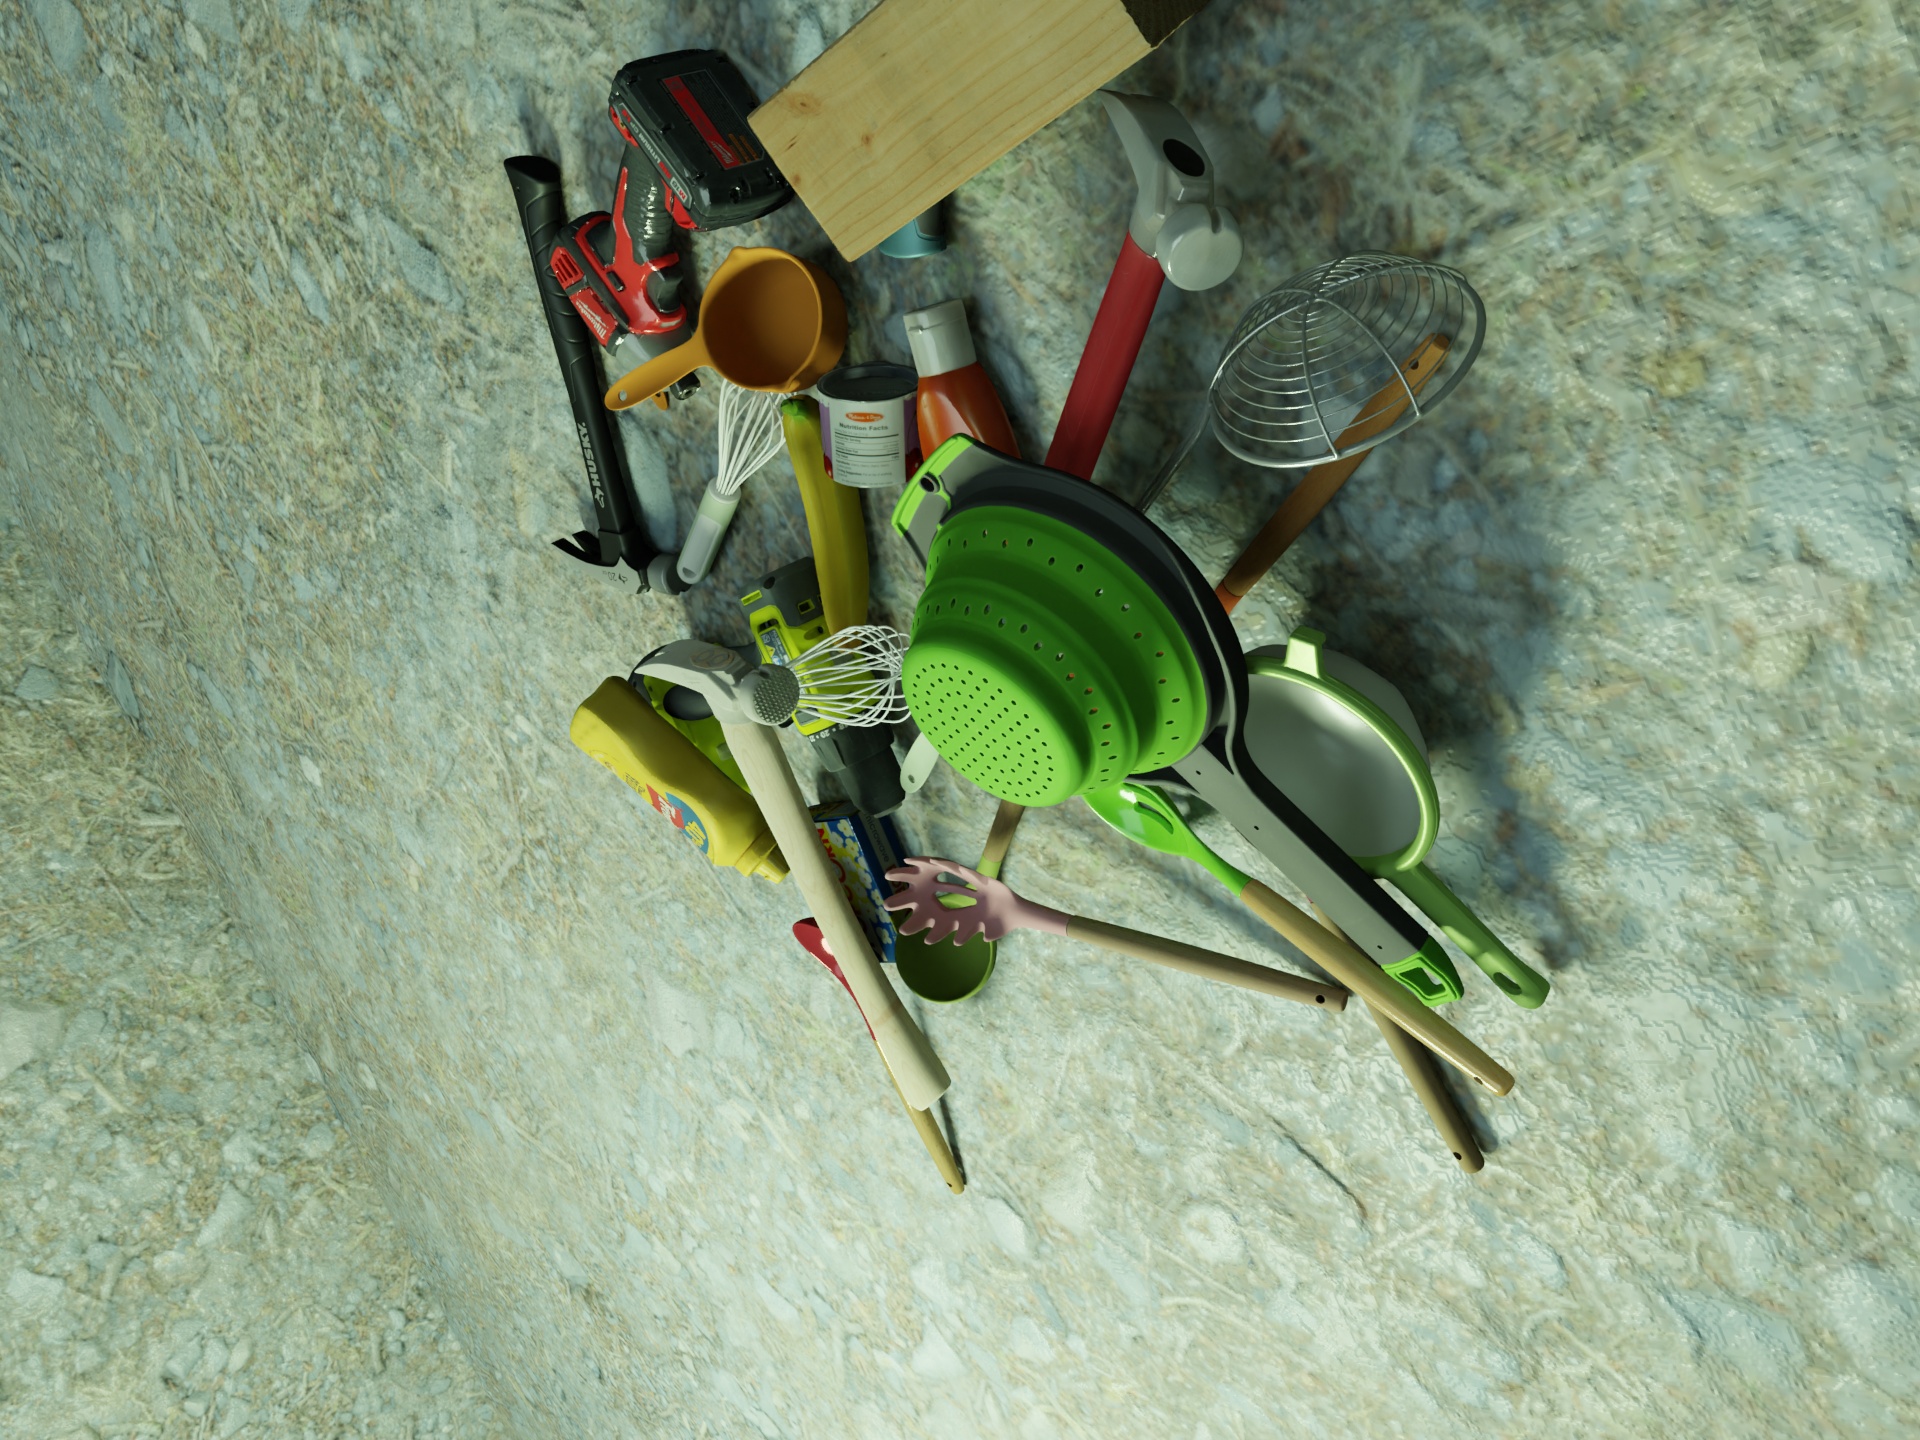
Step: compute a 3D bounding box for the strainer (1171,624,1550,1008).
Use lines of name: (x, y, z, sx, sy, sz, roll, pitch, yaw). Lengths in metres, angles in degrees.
strainer: (0.231, 0.045, 0.845, 0.256, 0.069, 0.151, 44, 150, -6)

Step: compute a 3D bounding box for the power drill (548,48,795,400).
power drill: (-0.194, -0.317, 1.051, 0.143, 0.078, 0.219, 55, 144, 5)

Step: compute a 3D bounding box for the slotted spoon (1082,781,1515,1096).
slotted spoon: (0.187, 0.114, 0.921, 0.314, 0.031, 0.070, 38, 158, 36)

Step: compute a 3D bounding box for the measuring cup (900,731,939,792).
measuring cup: (-0.002, -0.003, 1.075, 0.083, 0.038, 0.167, 48, 142, 14)

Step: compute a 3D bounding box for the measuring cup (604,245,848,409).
measuring cup: (-0.150, -0.237, 1.023, 0.173, 0.052, 0.095, -21, 88, 26)

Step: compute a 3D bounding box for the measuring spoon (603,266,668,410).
measuring spoon: (-0.241, -0.284, 1.174, 0.021, 0.011, 0.117, -8, 111, 48)

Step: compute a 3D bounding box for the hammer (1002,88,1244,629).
hammer: (0.053, -0.142, 0.874, 0.386, 0.038, 0.143, 110, 154, -45)

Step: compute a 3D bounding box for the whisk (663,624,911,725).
whisk: (-0.125, -0.022, 1.078, 0.285, 0.070, 0.070, -6, 109, 48)

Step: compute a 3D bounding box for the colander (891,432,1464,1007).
colander: (0.096, 0.033, 0.821, 0.397, 0.094, 0.204, 44, 150, -2)

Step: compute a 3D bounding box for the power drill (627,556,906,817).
power drill: (-0.143, -0.003, 1.196, 0.228, 0.080, 0.190, -18, 99, 48)

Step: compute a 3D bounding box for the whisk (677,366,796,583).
whisk: (-0.167, -0.170, 1.140, 0.058, 0.059, 0.246, 28, 144, -6)

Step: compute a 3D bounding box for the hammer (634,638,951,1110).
hammer: (-0.101, 0.121, 1.126, 0.146, 0.038, 0.410, 15, 136, 46)

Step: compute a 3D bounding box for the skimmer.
skimmer: (0.133, -0.113, 0.835, 0.090, 0.127, 0.363, 27, 151, -5)

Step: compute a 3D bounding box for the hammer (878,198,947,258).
hammer: (-0.002, -0.393, 0.827, 0.128, 0.033, 0.330, 36, 136, 25)

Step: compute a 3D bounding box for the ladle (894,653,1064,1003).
ladle: (0.022, 0.080, 1.089, 0.078, 0.062, 0.320, 38, 134, 20)

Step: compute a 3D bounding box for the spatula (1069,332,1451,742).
spatula: (0.153, -0.085, 0.852, 0.081, 0.041, 0.322, 62, 143, 23)

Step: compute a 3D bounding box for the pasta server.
pasta server: (0.092, 0.142, 1.025, 0.316, 0.040, 0.060, 12, 106, 29)

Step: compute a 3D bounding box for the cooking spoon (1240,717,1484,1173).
cooking spoon: (0.224, 0.125, 0.930, 0.069, 0.017, 0.319, -28, 92, 55)

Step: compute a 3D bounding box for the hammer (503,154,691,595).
hammer: (-0.295, -0.260, 1.225, 0.146, 0.035, 0.334, 14, 123, 41)

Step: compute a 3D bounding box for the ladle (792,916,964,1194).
ladle: (-0.055, 0.272, 1.279, 0.069, 0.031, 0.315, 6, 129, 42)
